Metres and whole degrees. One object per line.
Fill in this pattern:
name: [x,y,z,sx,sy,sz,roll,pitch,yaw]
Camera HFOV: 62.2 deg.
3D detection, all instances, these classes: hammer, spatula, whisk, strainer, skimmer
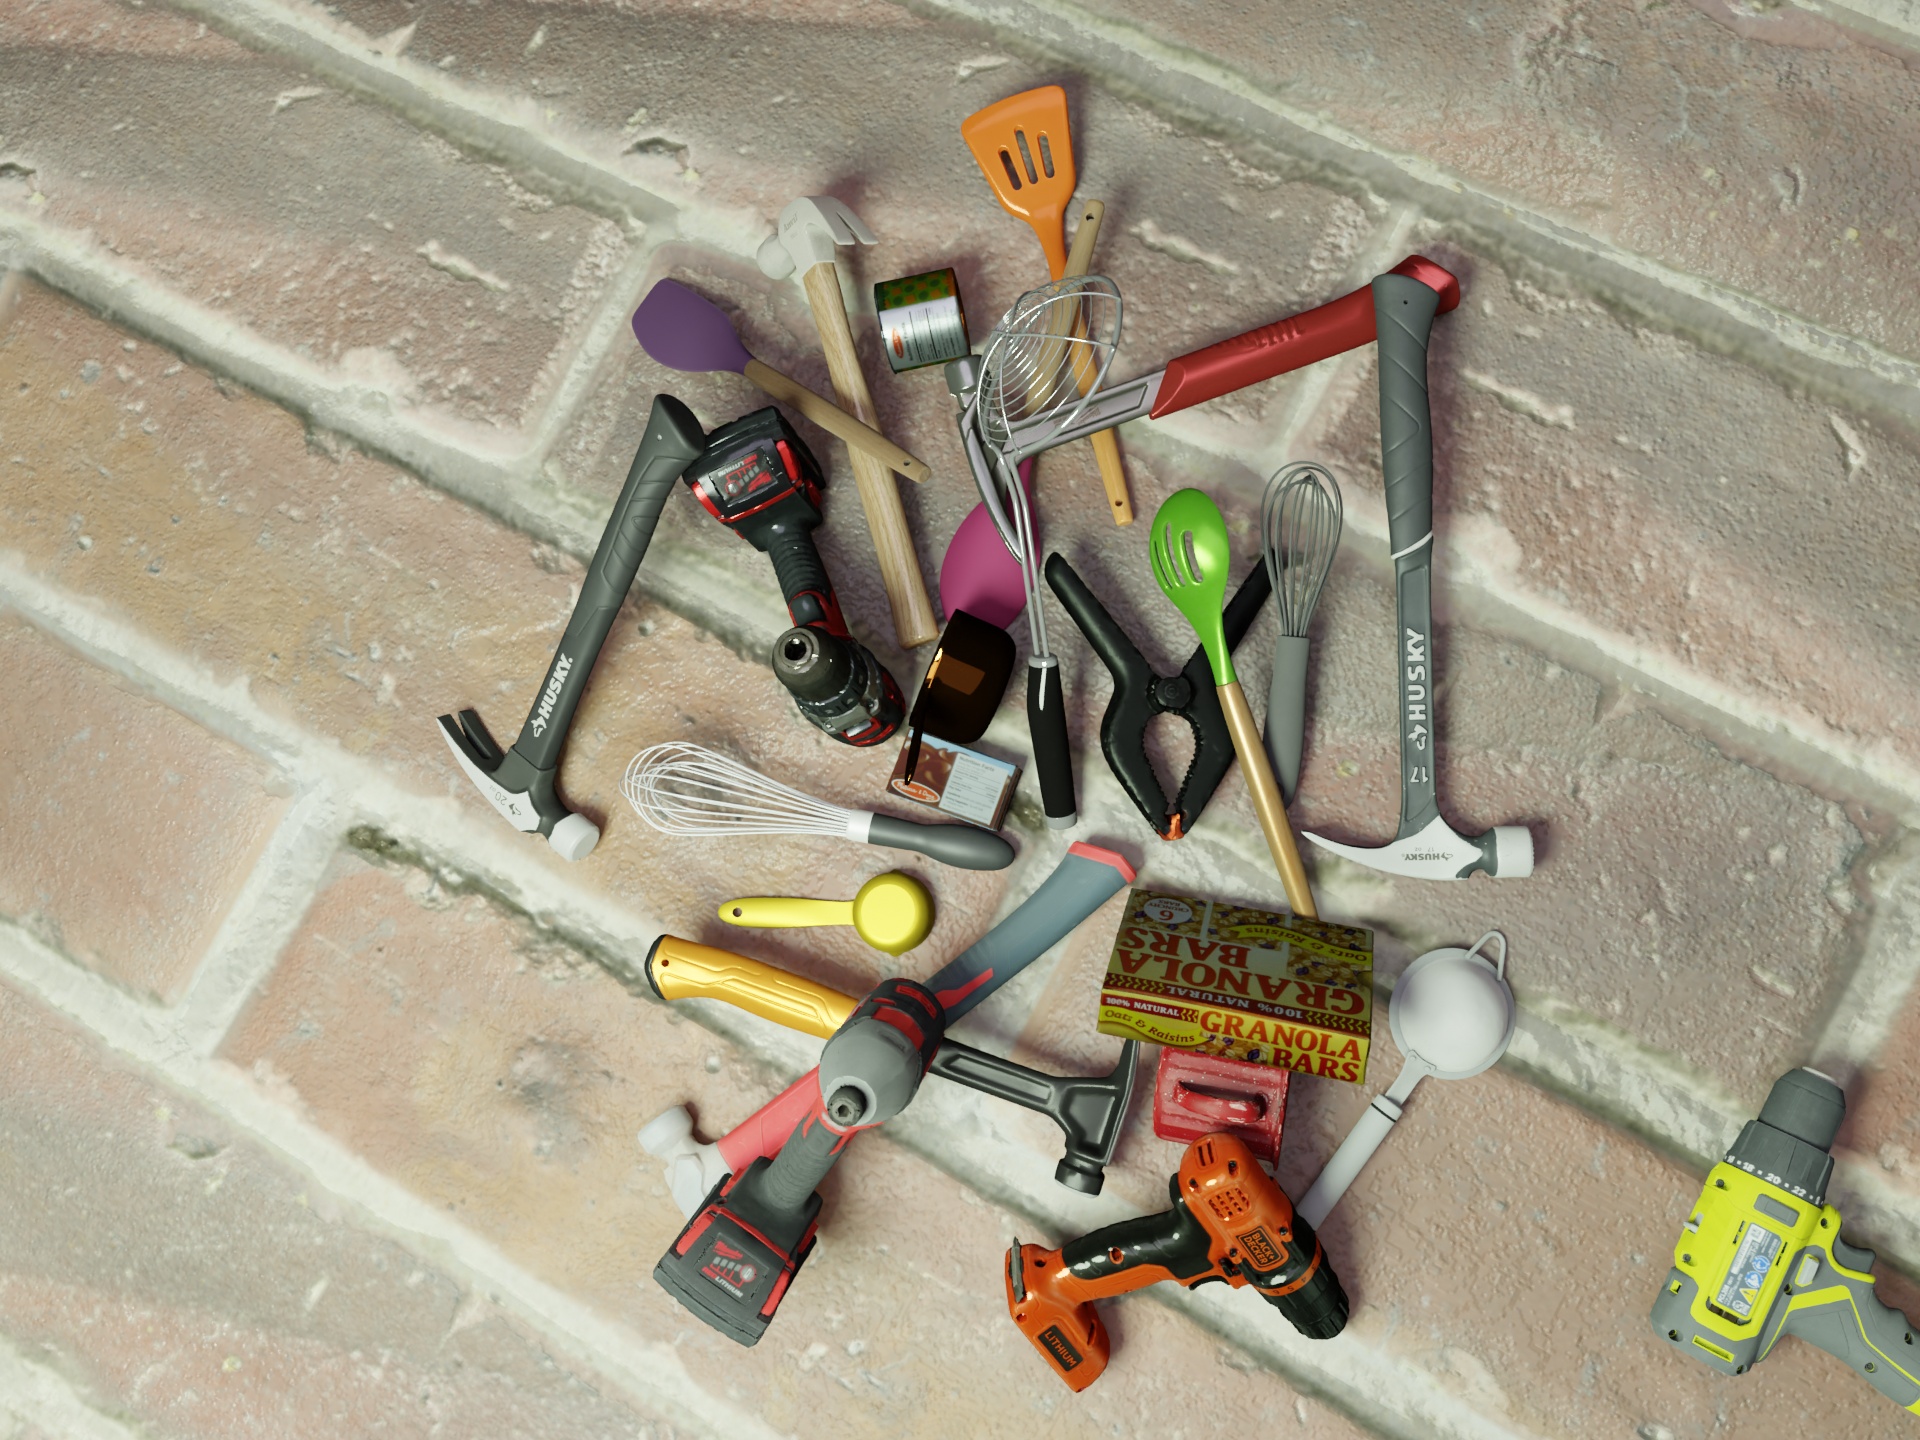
hammer: [-0.030,0.225,1.089,0.386,0.038,0.143,-38,80,1]
hammer: [-0.049,0.201,1.058,0.337,0.034,0.127,17,87,8]
hammer: [0.299,-0.097,1.070,0.149,0.036,0.409,-2,87,10]
spatula: [0.077,-0.296,1.149,0.081,0.041,0.323,-16,81,13]
whisk: [0.223,-0.055,1.077,0.055,0.055,0.239,5,95,9]
hammer: [-0.071,-0.214,1.137,0.031,0.130,0.331,-14,87,-29]
spatula: [-0.135,-0.240,1.138,0.316,0.018,0.060,35,90,31]
strainer: [0.286,0.248,1.040,0.087,0.050,0.258,35,91,-3]
hammer: [0.177,-0.234,1.109,0.359,0.037,0.149,-19,92,-1]
whisk: [-0.101,0.067,1.118,0.284,0.070,0.070,11,83,5]
hammer: [-0.259,-0.072,1.098,0.146,0.035,0.334,36,115,16]
skimmer: [0.073,-0.105,1.058,0.090,0.127,0.363,-17,111,-24]

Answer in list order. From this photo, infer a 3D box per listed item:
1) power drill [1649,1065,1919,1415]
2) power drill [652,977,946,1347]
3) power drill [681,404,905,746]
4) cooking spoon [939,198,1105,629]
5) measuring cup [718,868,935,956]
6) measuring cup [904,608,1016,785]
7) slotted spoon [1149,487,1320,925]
power drill: [0.564,0.340,0.967,0.228,0.080,0.190,26,86,14]
power drill: [-0.093,0.268,0.979,0.078,0.143,0.219,35,106,3]
power drill: [-0.114,-0.095,1.076,0.080,0.187,0.227,-25,75,5]
cooking spoon: [0.051,-0.215,1.134,0.069,0.017,0.319,17,93,10]
measuring cup: [-0.097,0.135,1.115,0.156,0.029,0.062,-1,82,6]
measuring cup: [-0.002,-0.003,1.061,0.052,0.174,0.095,21,125,-6]
slotted spoon: [0.187,-0.001,1.060,0.031,0.070,0.314,-23,96,-37]
